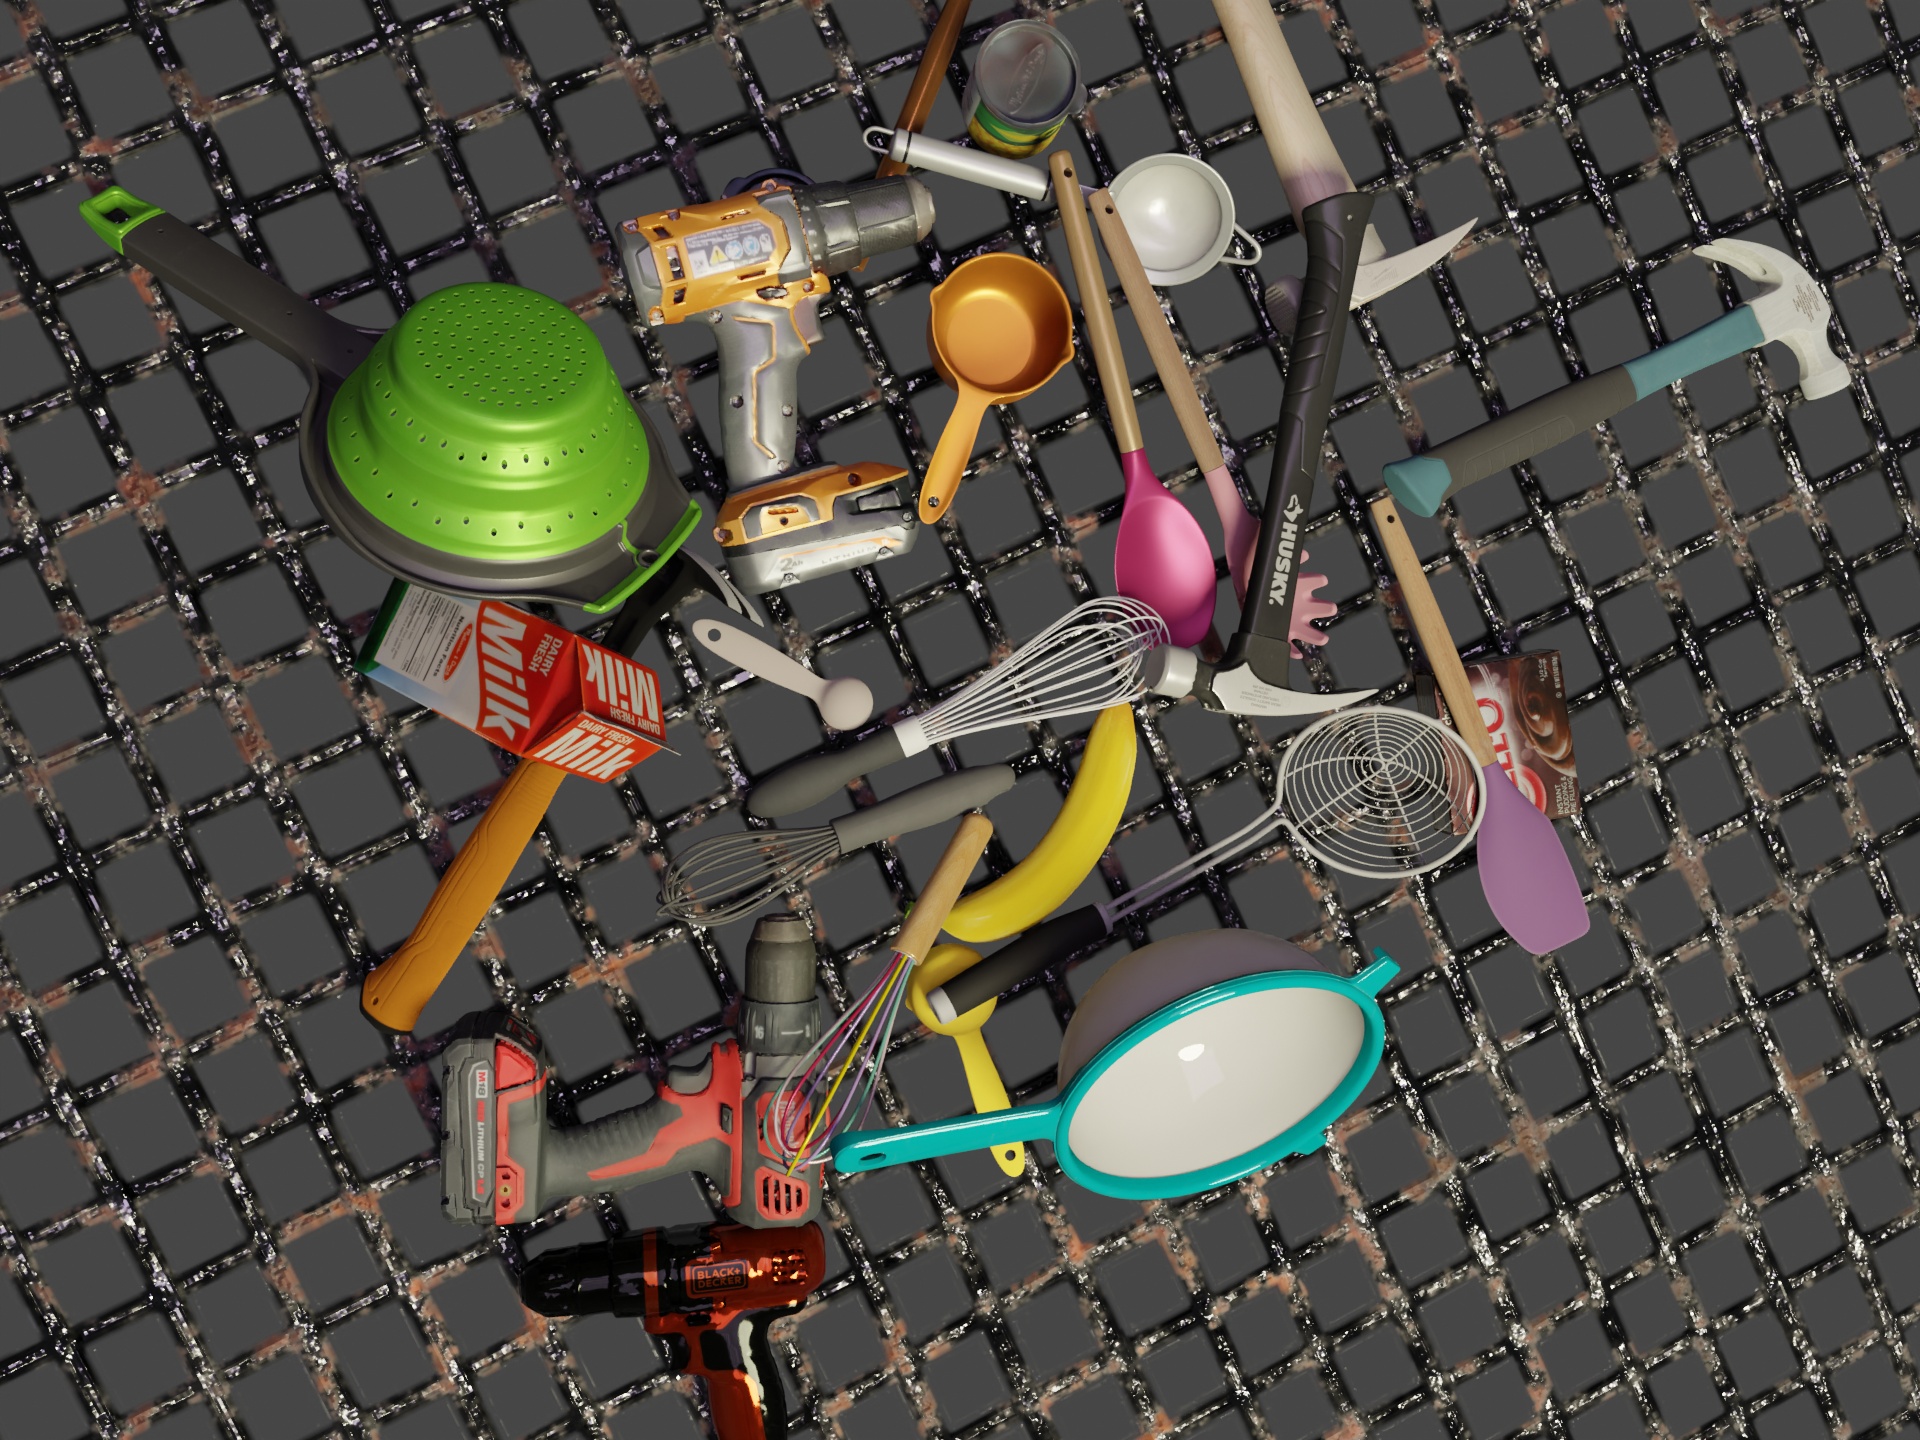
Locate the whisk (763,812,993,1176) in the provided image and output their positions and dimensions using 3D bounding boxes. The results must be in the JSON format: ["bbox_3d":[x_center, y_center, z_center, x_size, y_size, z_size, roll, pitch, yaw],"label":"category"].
[{"bbox_3d":[-0.045,0.161,0.954,0.051,0.047,0.245,17,65,29],"label":"whisk"}]

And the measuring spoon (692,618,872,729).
[{"bbox_3d":[-0.111,-0.031,0.990,0.124,0.018,0.034,27,87,-7],"label":"measuring spoon"}]

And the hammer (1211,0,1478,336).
[{"bbox_3d":[0.188,-0.463,1.022,0.146,0.038,0.410,-26,94,-9],"label":"hammer"}]

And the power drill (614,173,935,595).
[{"bbox_3d":[-0.086,-0.205,0.945,0.185,0.084,0.226,-17,103,-8],"label":"power drill"}]

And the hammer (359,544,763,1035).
[{"bbox_3d":[-0.248,0.042,0.939,0.127,0.034,0.337,33,90,34],"label":"hammer"}]

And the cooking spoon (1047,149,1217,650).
[{"bbox_3d":[0.102,-0.195,0.997,0.068,0.017,0.318,-19,104,-12],"label":"cooking spoon"}]

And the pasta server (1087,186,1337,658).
[{"bbox_3d":[0.152,-0.184,0.999,0.060,0.040,0.316,-29,103,-16],"label":"pasta server"}]

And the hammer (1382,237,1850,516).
[{"bbox_3d":[0.434,-0.218,1.064,0.331,0.033,0.128,-25,95,-8],"label":"hammer"}]

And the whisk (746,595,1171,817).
[{"bbox_3d":[-0.002,-0.004,0.991,0.284,0.070,0.070,-23,94,-3],"label":"whisk"}]

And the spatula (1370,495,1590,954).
[{"bbox_3d":[0.325,0.005,1.019,0.060,0.018,0.316,-23,96,-2],"label":"spatula"}]

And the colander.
[{"bbox_3d":[-0.325,-0.216,0.883,0.397,0.094,0.205,32,51,4],"label":"colander"}]

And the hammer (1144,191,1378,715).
[{"bbox_3d":[0.214,-0.165,0.988,0.146,0.035,0.335,12,88,-19],"label":"hammer"}]

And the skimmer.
[{"bbox_3d":[0.152,0.103,0.983,0.363,0.090,0.127,-27,113,-13],"label":"skimmer"}]

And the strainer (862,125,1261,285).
[{"bbox_3d":[0.065,-0.333,0.993,0.258,0.050,0.086,12,131,-11],"label":"strainer"}]

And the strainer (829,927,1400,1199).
[{"bbox_3d":[0.082,0.201,0.957,0.340,0.095,0.210,-7,133,-15],"label":"strainer"}]

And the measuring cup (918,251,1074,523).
[{"bbox_3d":[0.007,-0.202,0.990,0.095,0.052,0.173,21,89,-9],"label":"measuring cup"}]

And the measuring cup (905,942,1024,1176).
[{"bbox_3d":[0.012,0.217,1.005,0.062,0.029,0.156,-20,91,-8],"label":"measuring cup"}]

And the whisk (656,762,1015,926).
[{"bbox_3d":[-0.076,0.073,0.986,0.239,0.055,0.055,-20,94,-13],"label":"whisk"}]

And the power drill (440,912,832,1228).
[{"bbox_3d":[-0.189,0.211,0.954,0.226,0.080,0.188,1,91,-12],"label":"power drill"}]

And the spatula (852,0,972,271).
[{"bbox_3d":[-0.008,-0.432,0.990,0.081,0.041,0.322,21,88,-9],"label":"spatula"}]
